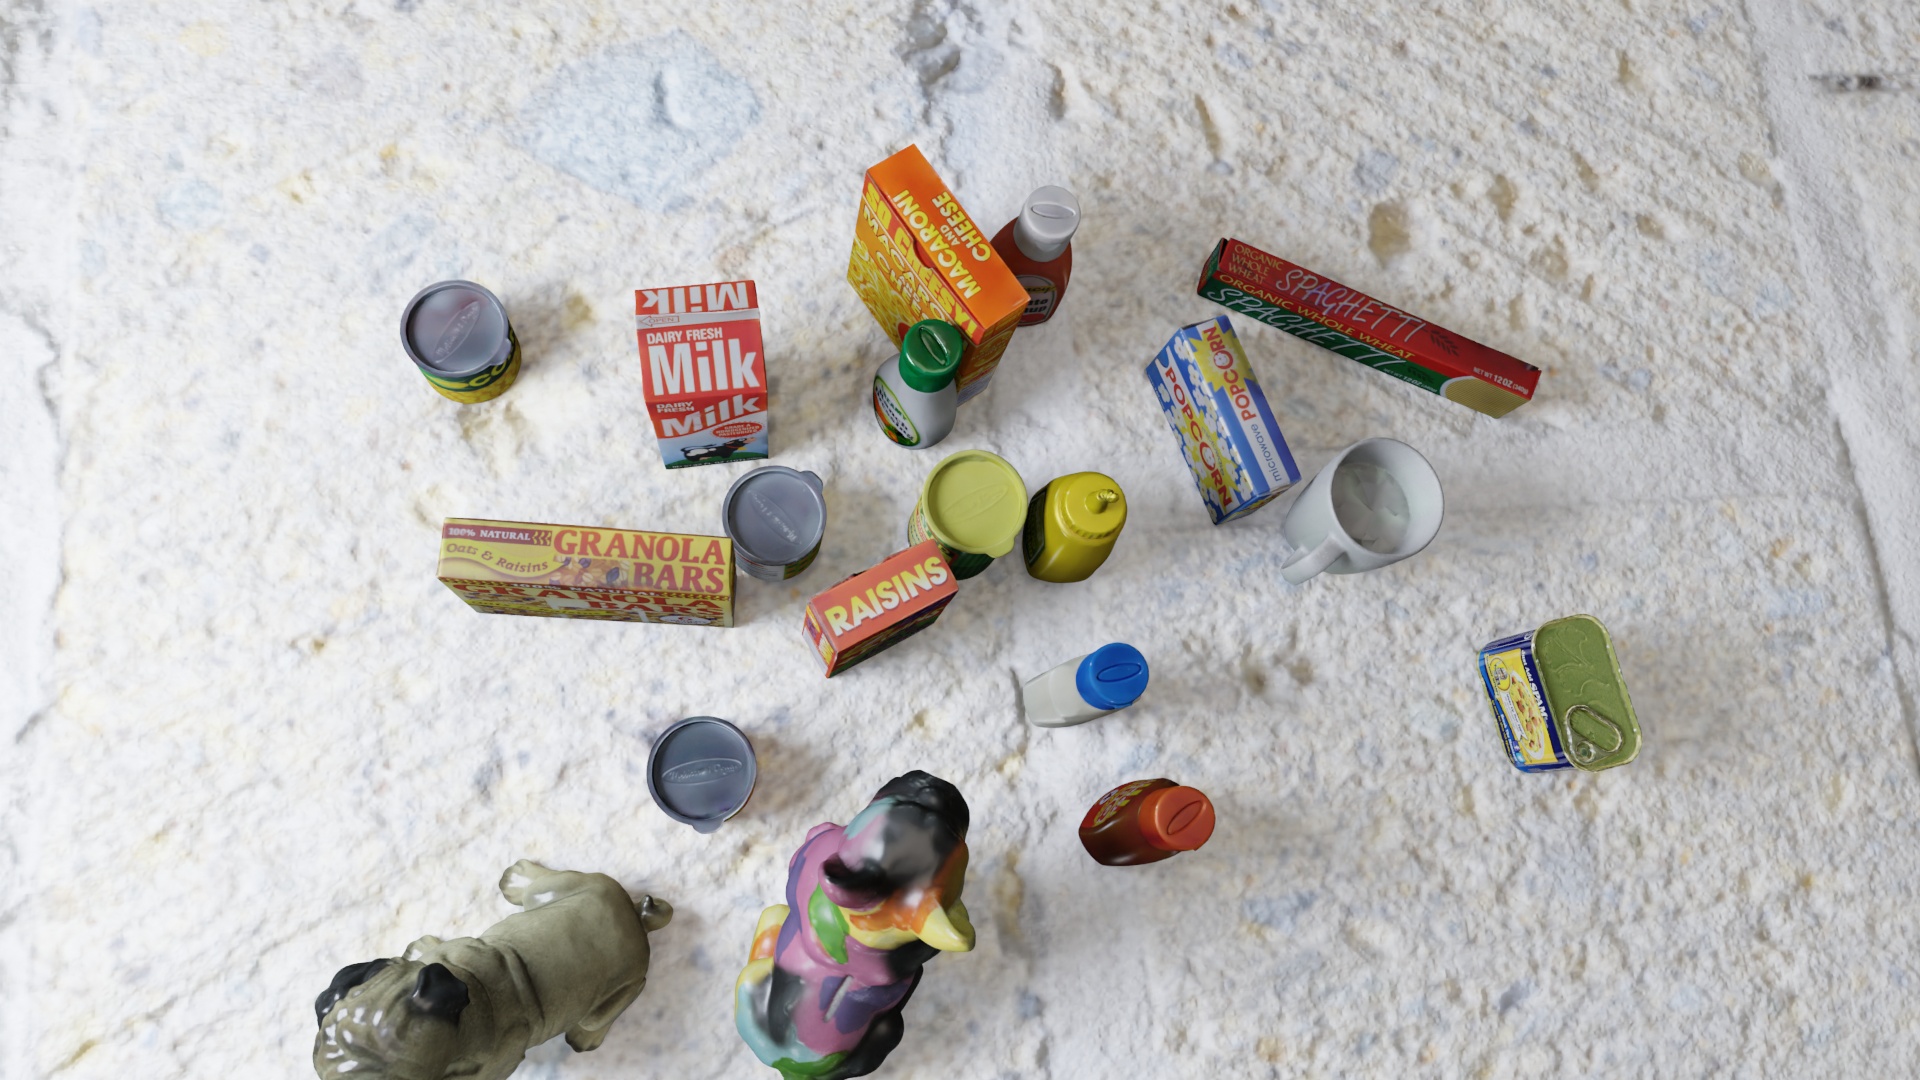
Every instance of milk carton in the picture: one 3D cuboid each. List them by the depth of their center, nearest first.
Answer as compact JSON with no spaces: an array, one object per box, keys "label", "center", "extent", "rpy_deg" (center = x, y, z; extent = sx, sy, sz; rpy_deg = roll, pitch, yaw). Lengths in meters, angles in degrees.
[{"label":"milk carton","center":[-0.158,-0.105,0.858],"extent":[0.072,0.190,0.073],"rpy_deg":[-6,79,-10]}]

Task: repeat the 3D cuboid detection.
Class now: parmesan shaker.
[{"label":"parmesan shaker","center":[0.003,-0.011,0.905],"extent":[0.071,0.103,0.071],"rpy_deg":[2,77,-8]}]

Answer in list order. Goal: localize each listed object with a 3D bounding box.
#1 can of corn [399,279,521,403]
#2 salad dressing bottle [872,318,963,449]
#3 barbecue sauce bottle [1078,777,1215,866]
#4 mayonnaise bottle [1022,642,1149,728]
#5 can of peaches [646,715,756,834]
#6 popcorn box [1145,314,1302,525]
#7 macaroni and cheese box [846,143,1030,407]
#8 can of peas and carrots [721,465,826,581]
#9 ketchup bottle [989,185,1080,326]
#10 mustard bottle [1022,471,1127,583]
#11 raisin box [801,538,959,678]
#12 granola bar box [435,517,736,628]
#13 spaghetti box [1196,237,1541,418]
[{"label":"can of corn","center":[-0.322,-0.127,0.907],"extent":[0.071,0.058,0.071],"rpy_deg":[2,77,-8]},{"label":"salad dressing bottle","center":[-0.026,-0.101,0.898],"extent":[0.044,0.147,0.064],"rpy_deg":[-32,84,-14]},{"label":"barbecue sauce bottle","center":[0.117,0.173,0.856],"extent":[0.065,0.148,0.043],"rpy_deg":[-36,85,-14]},{"label":"mayonnaise bottle","center":[0.082,0.091,0.870],"extent":[0.065,0.147,0.041],"rpy_deg":[-12,80,-11]},{"label":"can of peaches","center":[-0.160,0.147,0.867],"extent":[0.071,0.058,0.071],"rpy_deg":[2,77,-8]},{"label":"popcorn box","center":[0.179,-0.081,0.956],"extent":[0.038,0.085,0.127],"rpy_deg":[-21,81,-12]},{"label":"macaroni and cheese box","center":[-0.020,-0.163,0.904],"extent":[0.040,0.166,0.124],"rpy_deg":[-35,85,-14]},{"label":"can of peas and carrots","center":[-0.120,-0.012,0.910],"extent":[0.071,0.058,0.071],"rpy_deg":[2,77,-8]},{"label":"ketchup bottle","center":[0.047,-0.189,0.929],"extent":[0.065,0.148,0.043],"rpy_deg":[5,77,-7]},{"label":"mustard bottle","center":[0.075,-0.014,0.887],"extent":[0.049,0.160,0.065],"rpy_deg":[3,77,-8]},{"label":"raisin box","center":[-0.053,0.044,0.873],"extent":[0.086,0.123,0.040],"rpy_deg":[-26,83,-13]},{"label":"granola bar box","center":[-0.222,0.021,0.853],"extent":[0.166,0.124,0.039],"rpy_deg":[4,77,-7]},{"label":"spaghetti box","center":[0.293,-0.153,1.008],"extent":[0.250,0.050,0.029],"rpy_deg":[22,75,-3]}]
